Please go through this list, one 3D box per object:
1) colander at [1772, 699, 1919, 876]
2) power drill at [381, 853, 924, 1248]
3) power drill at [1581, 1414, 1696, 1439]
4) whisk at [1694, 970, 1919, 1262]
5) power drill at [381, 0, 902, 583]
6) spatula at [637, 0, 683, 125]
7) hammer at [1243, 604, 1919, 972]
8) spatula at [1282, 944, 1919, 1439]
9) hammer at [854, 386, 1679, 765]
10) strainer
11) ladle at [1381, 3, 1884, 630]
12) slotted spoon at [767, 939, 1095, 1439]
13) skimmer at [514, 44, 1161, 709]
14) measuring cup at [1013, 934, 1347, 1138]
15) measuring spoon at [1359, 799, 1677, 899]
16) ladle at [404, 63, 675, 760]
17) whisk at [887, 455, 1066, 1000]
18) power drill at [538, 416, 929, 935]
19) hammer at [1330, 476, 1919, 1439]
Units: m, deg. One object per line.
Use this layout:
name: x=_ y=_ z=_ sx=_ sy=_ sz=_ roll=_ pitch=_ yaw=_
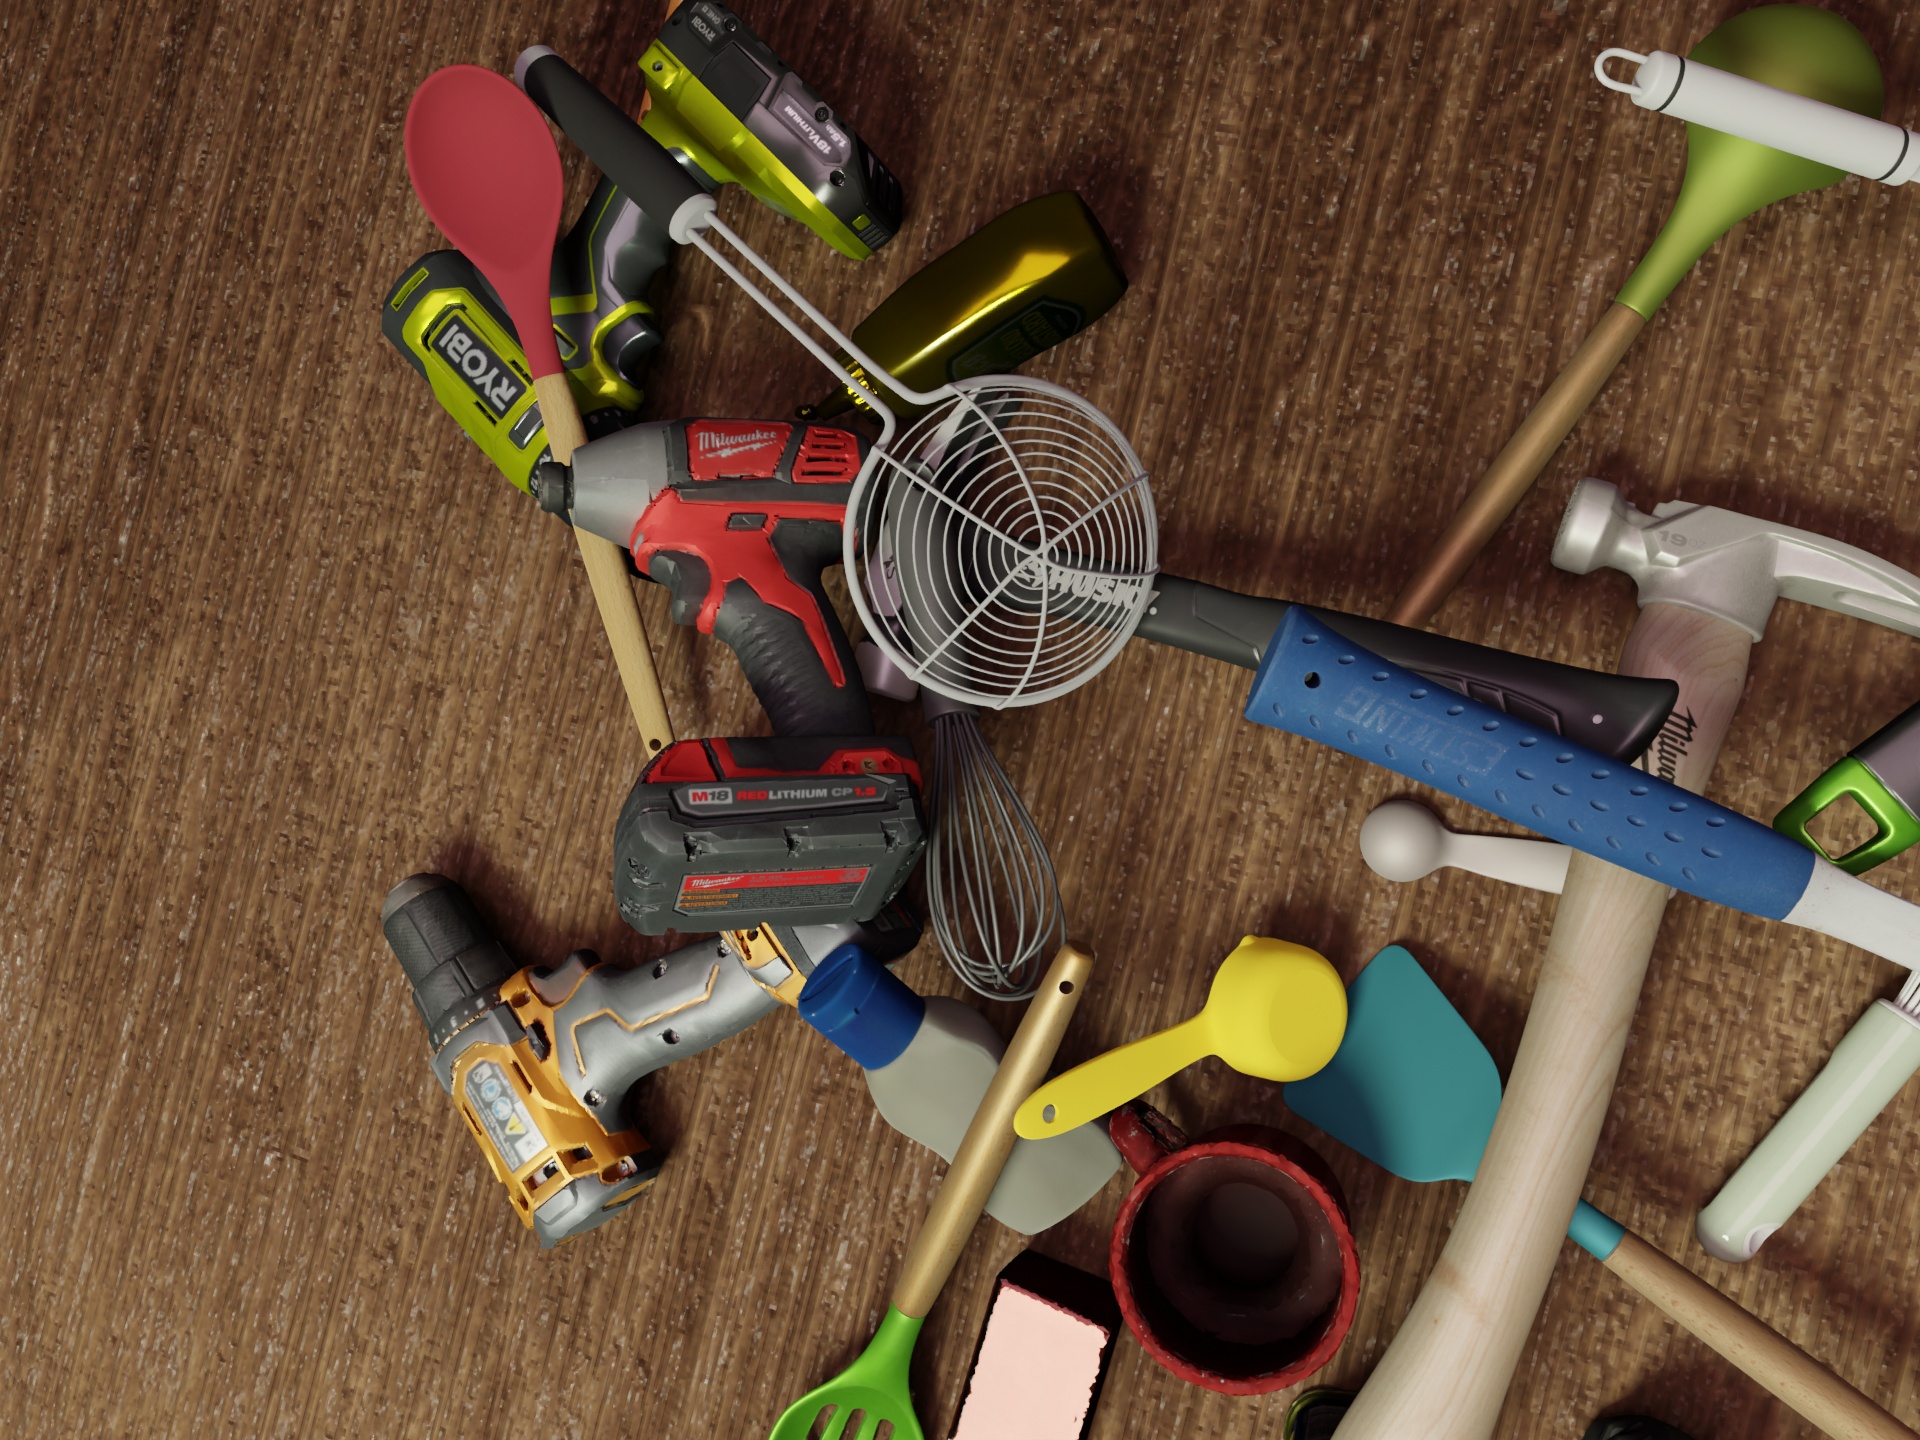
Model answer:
colander: x=0.453 y=-0.078 z=0.552 sx=0.397 sy=0.094 sz=0.204 roll=-41 pitch=79 yaw=13
power drill: x=-0.152 y=0.101 z=0.719 sx=0.226 sy=0.084 sz=0.185 roll=-40 pitch=75 yaw=14
power drill: x=0.319 y=0.366 z=0.564 sx=0.223 sy=0.080 sz=0.171 roll=22 pitch=91 yaw=13
whisk: x=0.357 y=0.105 z=0.593 sx=0.246 sy=0.057 sz=0.059 roll=-55 pitch=40 yaw=9
power drill: x=-0.137 y=-0.196 z=0.739 sx=0.228 sy=0.080 sz=0.190 roll=-45 pitch=80 yaw=10
spatula: x=-0.101 y=-0.433 z=0.776 sx=0.081 sy=0.041 sz=0.322 roll=20 pitch=95 yaw=17
hammer: x=0.288 y=0.065 z=0.534 sx=0.405 sy=0.035 sz=0.144 roll=23 pitch=104 yaw=4
spatula: x=0.267 y=0.209 z=0.592 sx=0.318 sy=0.044 sz=0.082 roll=36 pitch=96 yaw=20
hammer: x=0.110 y=-0.044 z=0.642 sx=0.335 sy=0.035 sz=0.146 roll=17 pitch=90 yaw=29
strainer: x=0.350 y=-0.205 z=0.583 sx=0.258 sy=0.050 sz=0.087 roll=13 pitch=93 yaw=-8
ladle: x=0.253 y=-0.142 z=0.647 sx=0.078 sy=0.062 sz=0.320 roll=35 pitch=102 yaw=5
slotted spoon: x=-0.009 y=0.219 z=0.646 sx=0.070 sy=0.031 sz=0.313 roll=20 pitch=112 yaw=-5
skimmer: x=-0.066 y=-0.156 z=0.662 sx=0.127 sy=0.090 sz=0.363 roll=-42 pitch=68 yaw=-6
measuring cup: x=0.090 y=0.131 z=0.619 sx=0.029 sy=0.156 sz=0.062 roll=-1 pitch=104 yaw=59
measuring spoon: x=0.225 y=0.057 z=0.644 sx=0.124 sy=0.018 sz=0.034 roll=9 pitch=88 yaw=16
ladle: x=-0.173 y=-0.127 z=0.704 sx=0.069 sy=0.031 sz=0.315 roll=-13 pitch=98 yaw=15
whisk: x=0.000 y=-0.002 z=0.652 sx=0.055 sy=0.055 sz=0.239 roll=-15 pitch=71 yaw=14
power drill: x=-0.094 y=-0.030 z=0.645 sx=0.143 sy=0.078 sz=0.220 roll=-1 pitch=60 yaw=-18
hammer: x=0.236 y=0.111 z=0.582 sx=0.146 sy=0.038 sz=0.411 roll=20 pitch=78 yaw=16
